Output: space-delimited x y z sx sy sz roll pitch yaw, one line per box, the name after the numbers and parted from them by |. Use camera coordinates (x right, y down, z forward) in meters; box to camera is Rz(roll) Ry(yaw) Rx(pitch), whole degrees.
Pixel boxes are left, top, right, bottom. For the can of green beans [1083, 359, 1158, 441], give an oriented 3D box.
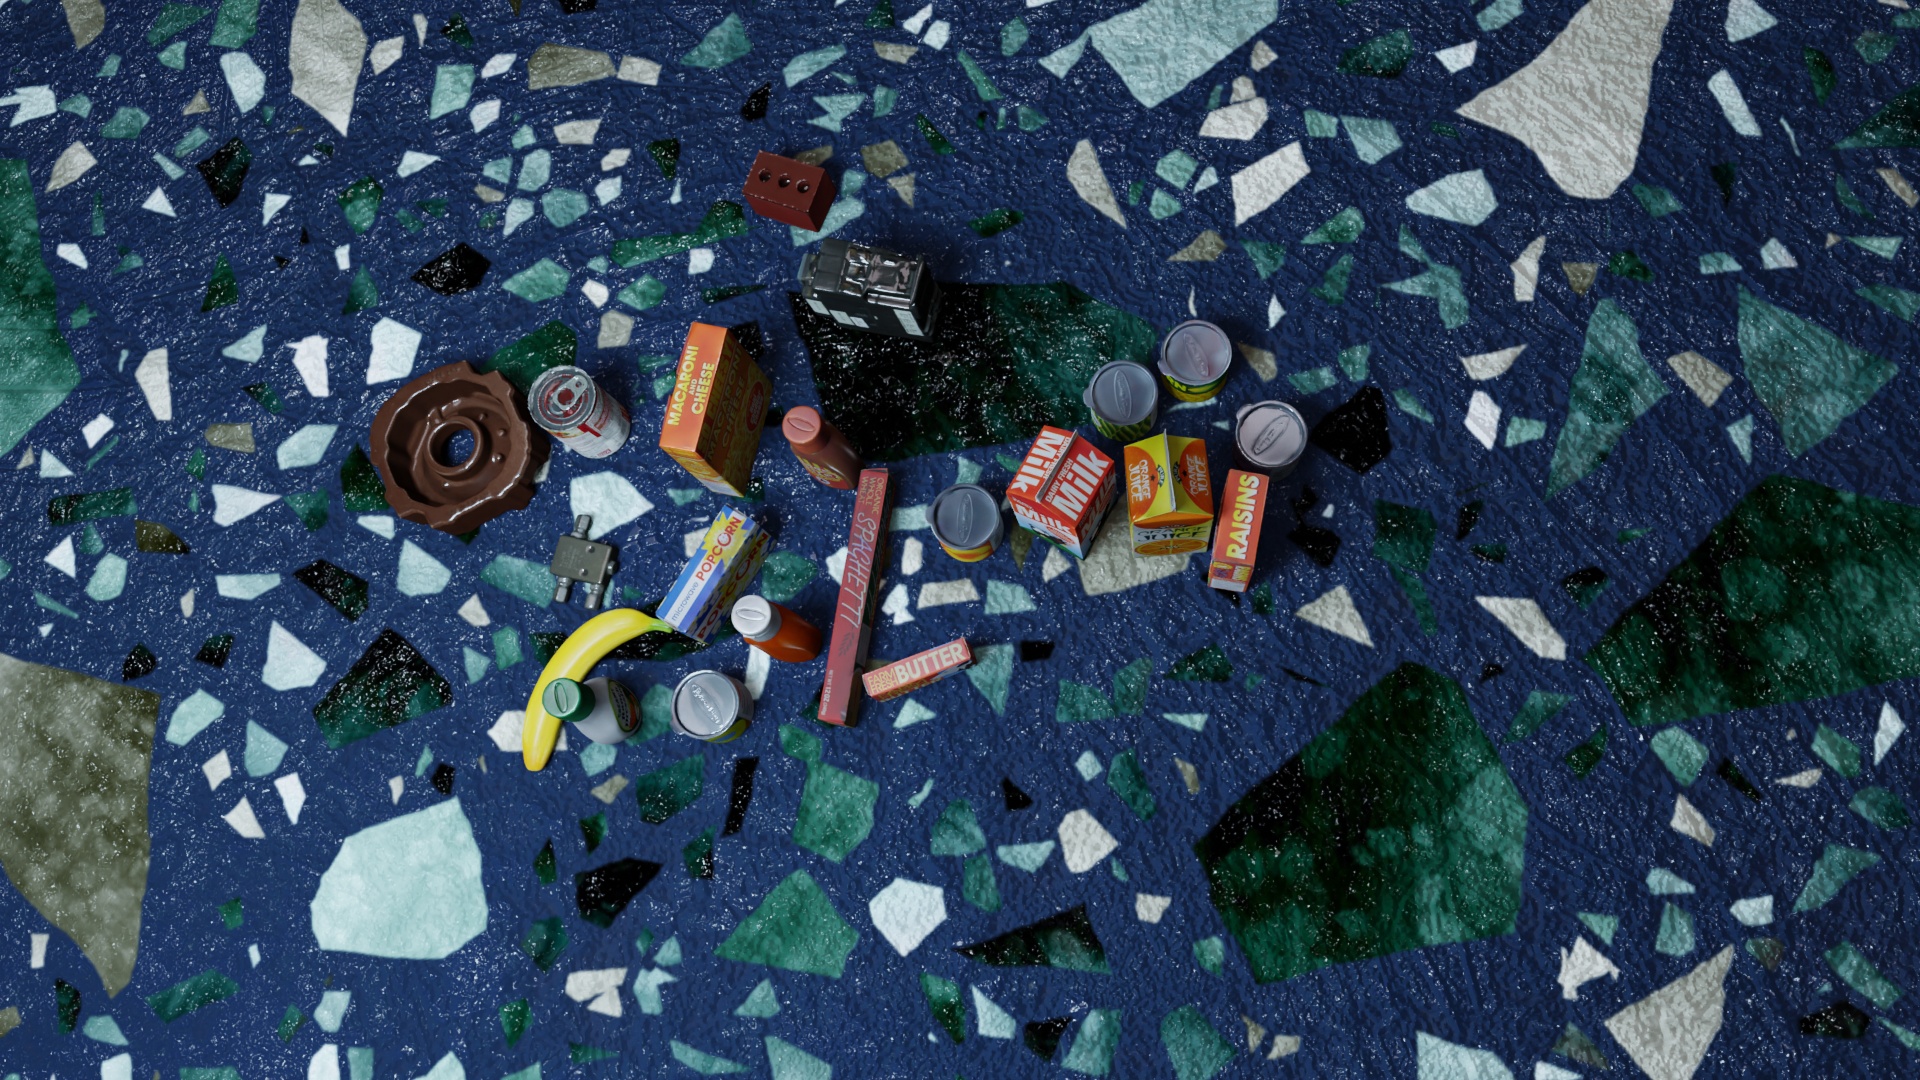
0.158 -0.135 1.349 0.071 0.057 0.071 -2 77 7 | can of green beans

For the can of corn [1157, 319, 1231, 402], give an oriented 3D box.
0.225 -0.172 1.349 0.071 0.058 0.071 -2 77 7 | can of corn

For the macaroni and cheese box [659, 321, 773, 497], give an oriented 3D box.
-0.234 -0.122 1.339 0.040 0.166 0.124 11 79 10 | macaroni and cheese box

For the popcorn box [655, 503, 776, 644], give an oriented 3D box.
-0.235 0.035 1.344 0.038 0.085 0.127 30 82 13 | popcorn box

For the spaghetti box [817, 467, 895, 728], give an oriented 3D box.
-0.098 0.054 1.340 0.029 0.050 0.250 7 78 9 | spaghetti box

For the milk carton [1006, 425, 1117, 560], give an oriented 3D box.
0.094 -0.045 1.267 0.073 0.190 0.072 28 82 13 | milk carton

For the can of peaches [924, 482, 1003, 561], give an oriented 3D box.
0.005 -0.017 1.340 0.071 0.058 0.071 -2 77 7 | can of peaches

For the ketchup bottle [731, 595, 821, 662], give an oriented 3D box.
-0.175 0.082 1.292 0.065 0.148 0.043 9 79 9 | ketchup bottle

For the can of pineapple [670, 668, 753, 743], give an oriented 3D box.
-0.238 0.160 1.329 0.071 0.057 0.071 -2 77 7 | can of pineapple

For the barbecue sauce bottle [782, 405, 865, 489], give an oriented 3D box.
-0.134 -0.090 1.328 0.065 0.148 0.044 24 81 12 | barbecue sauce bottle

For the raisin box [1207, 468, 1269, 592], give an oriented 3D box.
0.253 -0.007 1.272 0.040 0.123 0.086 11 79 10 | raisin box

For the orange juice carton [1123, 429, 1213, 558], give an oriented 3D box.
0.187 -0.040 1.253 0.073 0.192 0.072 -5 77 6 | orange juice carton

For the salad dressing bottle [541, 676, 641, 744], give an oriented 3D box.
-0.344 0.155 1.297 0.044 0.147 0.064 -18 76 3 | salad dressing bottle

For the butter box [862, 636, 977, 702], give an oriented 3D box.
-0.038 0.123 1.315 0.103 0.053 0.024 -21 75 2 | butter box

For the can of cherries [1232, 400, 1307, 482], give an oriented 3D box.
0.292 -0.095 1.322 0.071 0.058 0.071 -2 77 7 | can of cherries
